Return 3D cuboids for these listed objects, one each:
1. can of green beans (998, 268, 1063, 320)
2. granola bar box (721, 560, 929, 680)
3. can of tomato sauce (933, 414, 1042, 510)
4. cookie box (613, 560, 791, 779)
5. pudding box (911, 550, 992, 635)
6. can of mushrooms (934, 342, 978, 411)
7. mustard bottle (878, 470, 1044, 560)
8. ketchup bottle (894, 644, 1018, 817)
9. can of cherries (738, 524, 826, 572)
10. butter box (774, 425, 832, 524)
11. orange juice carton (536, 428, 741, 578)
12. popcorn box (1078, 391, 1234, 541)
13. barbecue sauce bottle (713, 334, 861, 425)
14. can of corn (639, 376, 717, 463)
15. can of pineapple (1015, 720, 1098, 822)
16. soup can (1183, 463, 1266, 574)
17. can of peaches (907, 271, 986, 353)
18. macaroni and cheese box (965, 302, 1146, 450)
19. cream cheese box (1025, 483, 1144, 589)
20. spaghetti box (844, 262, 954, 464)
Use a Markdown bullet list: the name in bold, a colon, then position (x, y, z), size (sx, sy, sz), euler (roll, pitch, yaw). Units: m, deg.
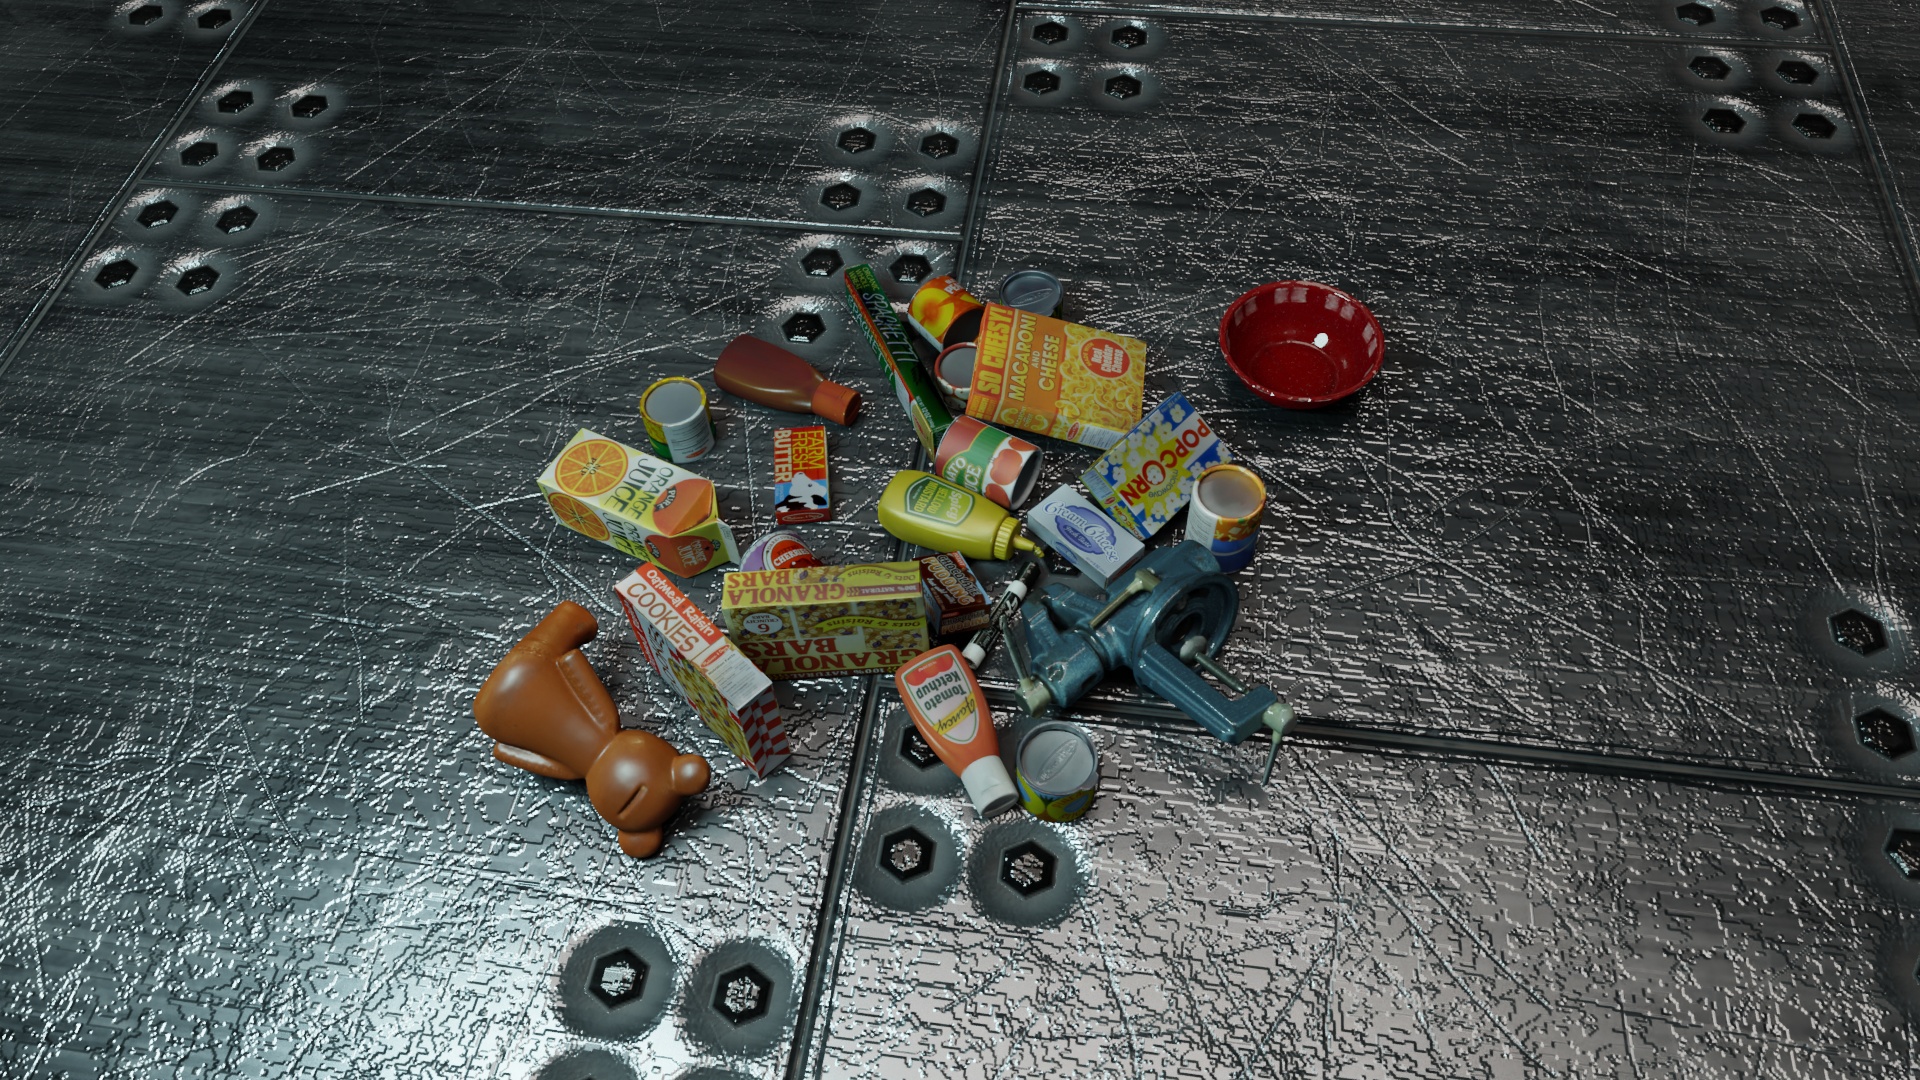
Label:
- **can of green beans**: position (0.073, -0.237, 1.437), size (0.071, 0.057, 0.071), euler (-1, 55, 2)
- **granola bar box**: position (-0.111, 0.070, 1.189), size (0.166, 0.123, 0.039), euler (-4, 54, 0)
- **can of tomato sauce**: position (0.026, -0.072, 1.319), size (0.083, 0.070, 0.071), euler (25, 60, 18)
- **cookie box**: position (-0.215, 0.108, 1.168), size (0.040, 0.122, 0.168), euler (-38, 61, -22)
- **pudding box**: position (-0.009, 0.047, 1.241), size (0.050, 0.030, 0.084), euler (-8, 37, -20)
- **can of mushrooms**: position (0.005, -0.167, 1.407), size (0.071, 0.033, 0.071), euler (-1, 56, 2)
- **mustard bottle**: position (0.005, -0.016, 1.290), size (0.160, 0.048, 0.065), euler (18, 59, 15)
- **ketchup bottle**: position (0.001, 0.161, 1.169), size (0.065, 0.043, 0.149), euler (-26, 58, -6)
- **can of cherries**: position (-0.157, 0.030, 1.252), size (0.072, 0.071, 0.058), euler (-33, 60, -19)
- **butter box**: position (-0.153, -0.064, 1.347), size (0.053, 0.024, 0.104), euler (-6, 55, -2)
- **orange juice carton**: position (-0.290, -0.028, 1.299), size (0.193, 0.071, 0.073), euler (22, 59, 17)
- **popcorn box**: position (0.185, -0.069, 1.305), size (0.127, 0.038, 0.085), euler (-41, 94, -23)
- **barbecue sauce bottle**: position (-0.172, -0.158, 1.403), size (0.149, 0.043, 0.065), euler (23, 59, 17)
- **can of corn**: position (-0.280, -0.121, 1.372), size (0.071, 0.058, 0.071), euler (-1, 55, 2)
- **can of pineapple**: position (0.080, 0.191, 1.135), size (0.071, 0.057, 0.071), euler (-1, 55, 2)
- **soup can**: position (0.242, -0.020, 1.261), size (0.071, 0.083, 0.072), euler (-1, 55, 2)
- **can of peaches**: position (-0.011, -0.232, 1.431), size (0.071, 0.071, 0.058), euler (-33, 61, -19)
- **macaroni and cheese box**: position (0.095, -0.159, 1.370), size (0.166, 0.040, 0.124), euler (13, 55, -6)
- **cream cheese box**: position (0.116, -0.005, 1.292), size (0.053, 0.024, 0.104), euler (-38, 62, -23)
- **spaghetti box**: position (-0.063, -0.185, 1.412), size (0.029, 0.050, 0.251), euler (-19, 56, -13)
